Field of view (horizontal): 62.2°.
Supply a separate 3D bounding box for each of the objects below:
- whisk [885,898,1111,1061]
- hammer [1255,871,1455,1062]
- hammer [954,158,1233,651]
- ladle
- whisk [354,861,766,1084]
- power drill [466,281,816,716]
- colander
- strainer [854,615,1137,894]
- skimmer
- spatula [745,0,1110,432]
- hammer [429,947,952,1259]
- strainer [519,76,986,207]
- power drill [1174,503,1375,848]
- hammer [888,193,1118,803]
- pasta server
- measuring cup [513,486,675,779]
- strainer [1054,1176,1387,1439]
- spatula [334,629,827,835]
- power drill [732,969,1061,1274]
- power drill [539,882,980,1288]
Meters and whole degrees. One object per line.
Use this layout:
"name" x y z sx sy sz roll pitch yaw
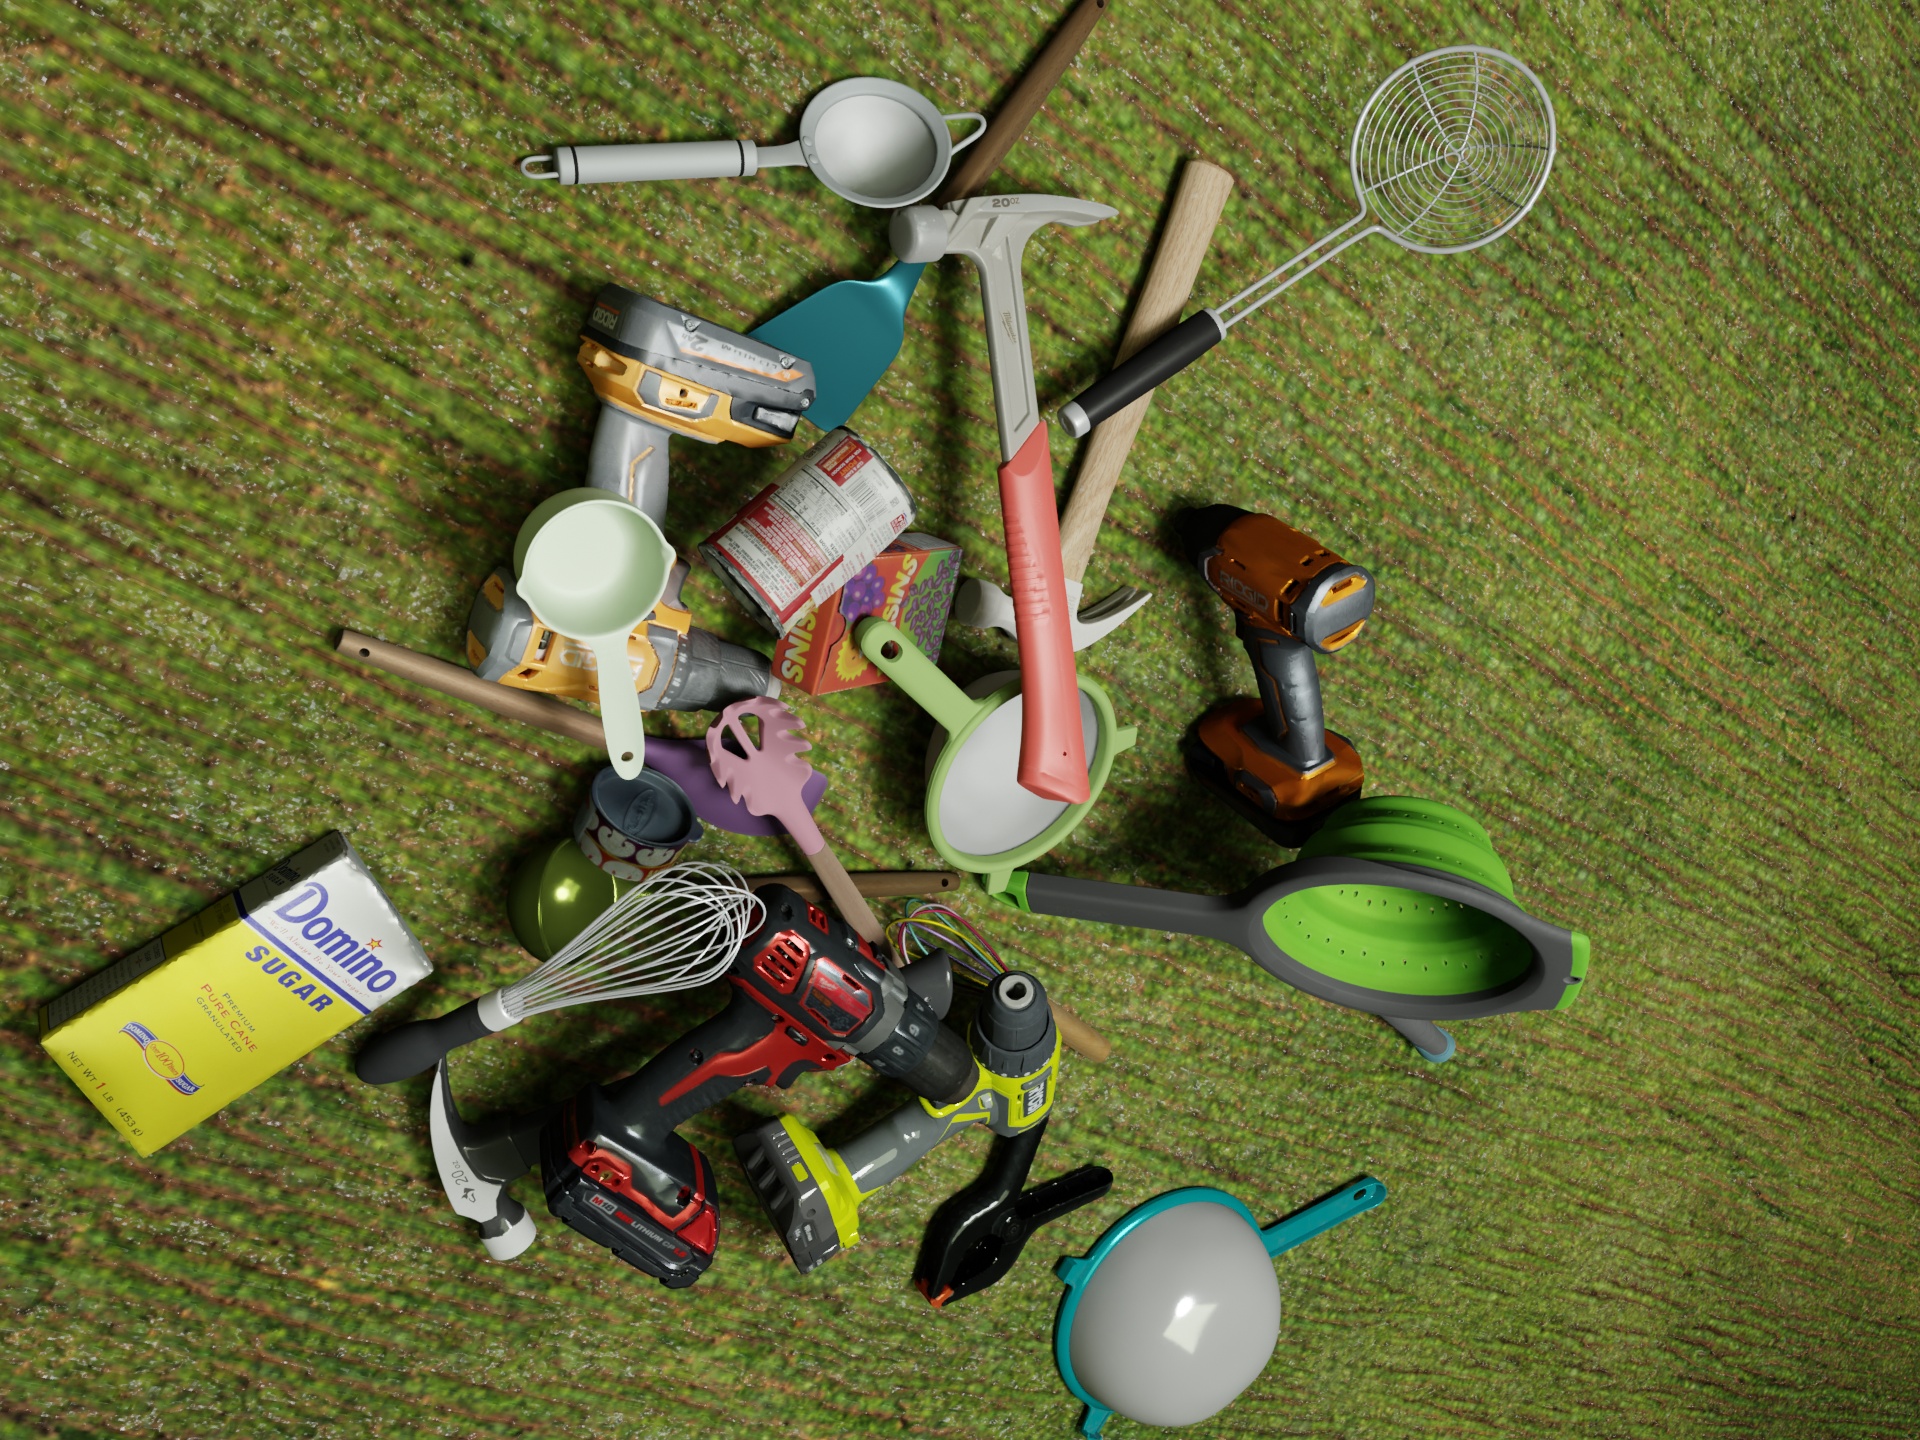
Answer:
"whisk" 0.031 0.192 1.141 0.047 0.051 0.244 -41 129 13
"hammer" 0.325 0.209 1.281 0.033 0.128 0.330 -53 133 -2
"hammer" 0.108 -0.202 1.047 0.130 0.031 0.331 16 98 -33
"ladle" -0.129 0.109 1.004 0.320 0.062 0.078 1 90 -34
"whisk" -0.232 0.149 0.886 0.284 0.070 0.070 -25 125 19
"power drill" -0.157 -0.109 0.899 0.185 0.084 0.226 14 103 -36
"colander" 0.213 0.105 1.075 0.204 0.397 0.095 72 29 -54
"strainer" -0.002 -0.003 1.013 0.151 0.069 0.256 -48 135 -1
"skimmer" 0.214 -0.294 1.005 0.363 0.090 0.127 -36 88 -12
"spatula" -0.006 -0.317 0.947 0.082 0.044 0.317 40 80 -33
"hammer" -0.162 0.213 0.982 0.335 0.035 0.146 -21 115 -5
"strainer" -0.112 -0.310 0.876 0.258 0.050 0.087 -10 74 -21
"power drill" 0.209 -0.040 1.104 0.084 0.164 0.226 -26 131 -21
"hammer" 0.048 -0.129 0.953 0.149 0.037 0.359 -13 99 -32
"pasta server" -0.077 0.101 1.001 0.060 0.040 0.315 -37 126 -13
"measuring cup" -0.191 -0.045 0.843 0.083 0.038 0.167 -17 126 -22
"strainer" 0.245 0.480 1.329 0.340 0.095 0.210 -19 116 -22
"spatula" -0.215 0.009 0.941 0.315 0.018 0.060 24 102 -35
"power drill" -0.031 0.260 1.064 0.228 0.080 0.190 -29 151 -17
"power drill" -0.115 0.224 0.940 0.226 0.080 0.187 -46 116 4
